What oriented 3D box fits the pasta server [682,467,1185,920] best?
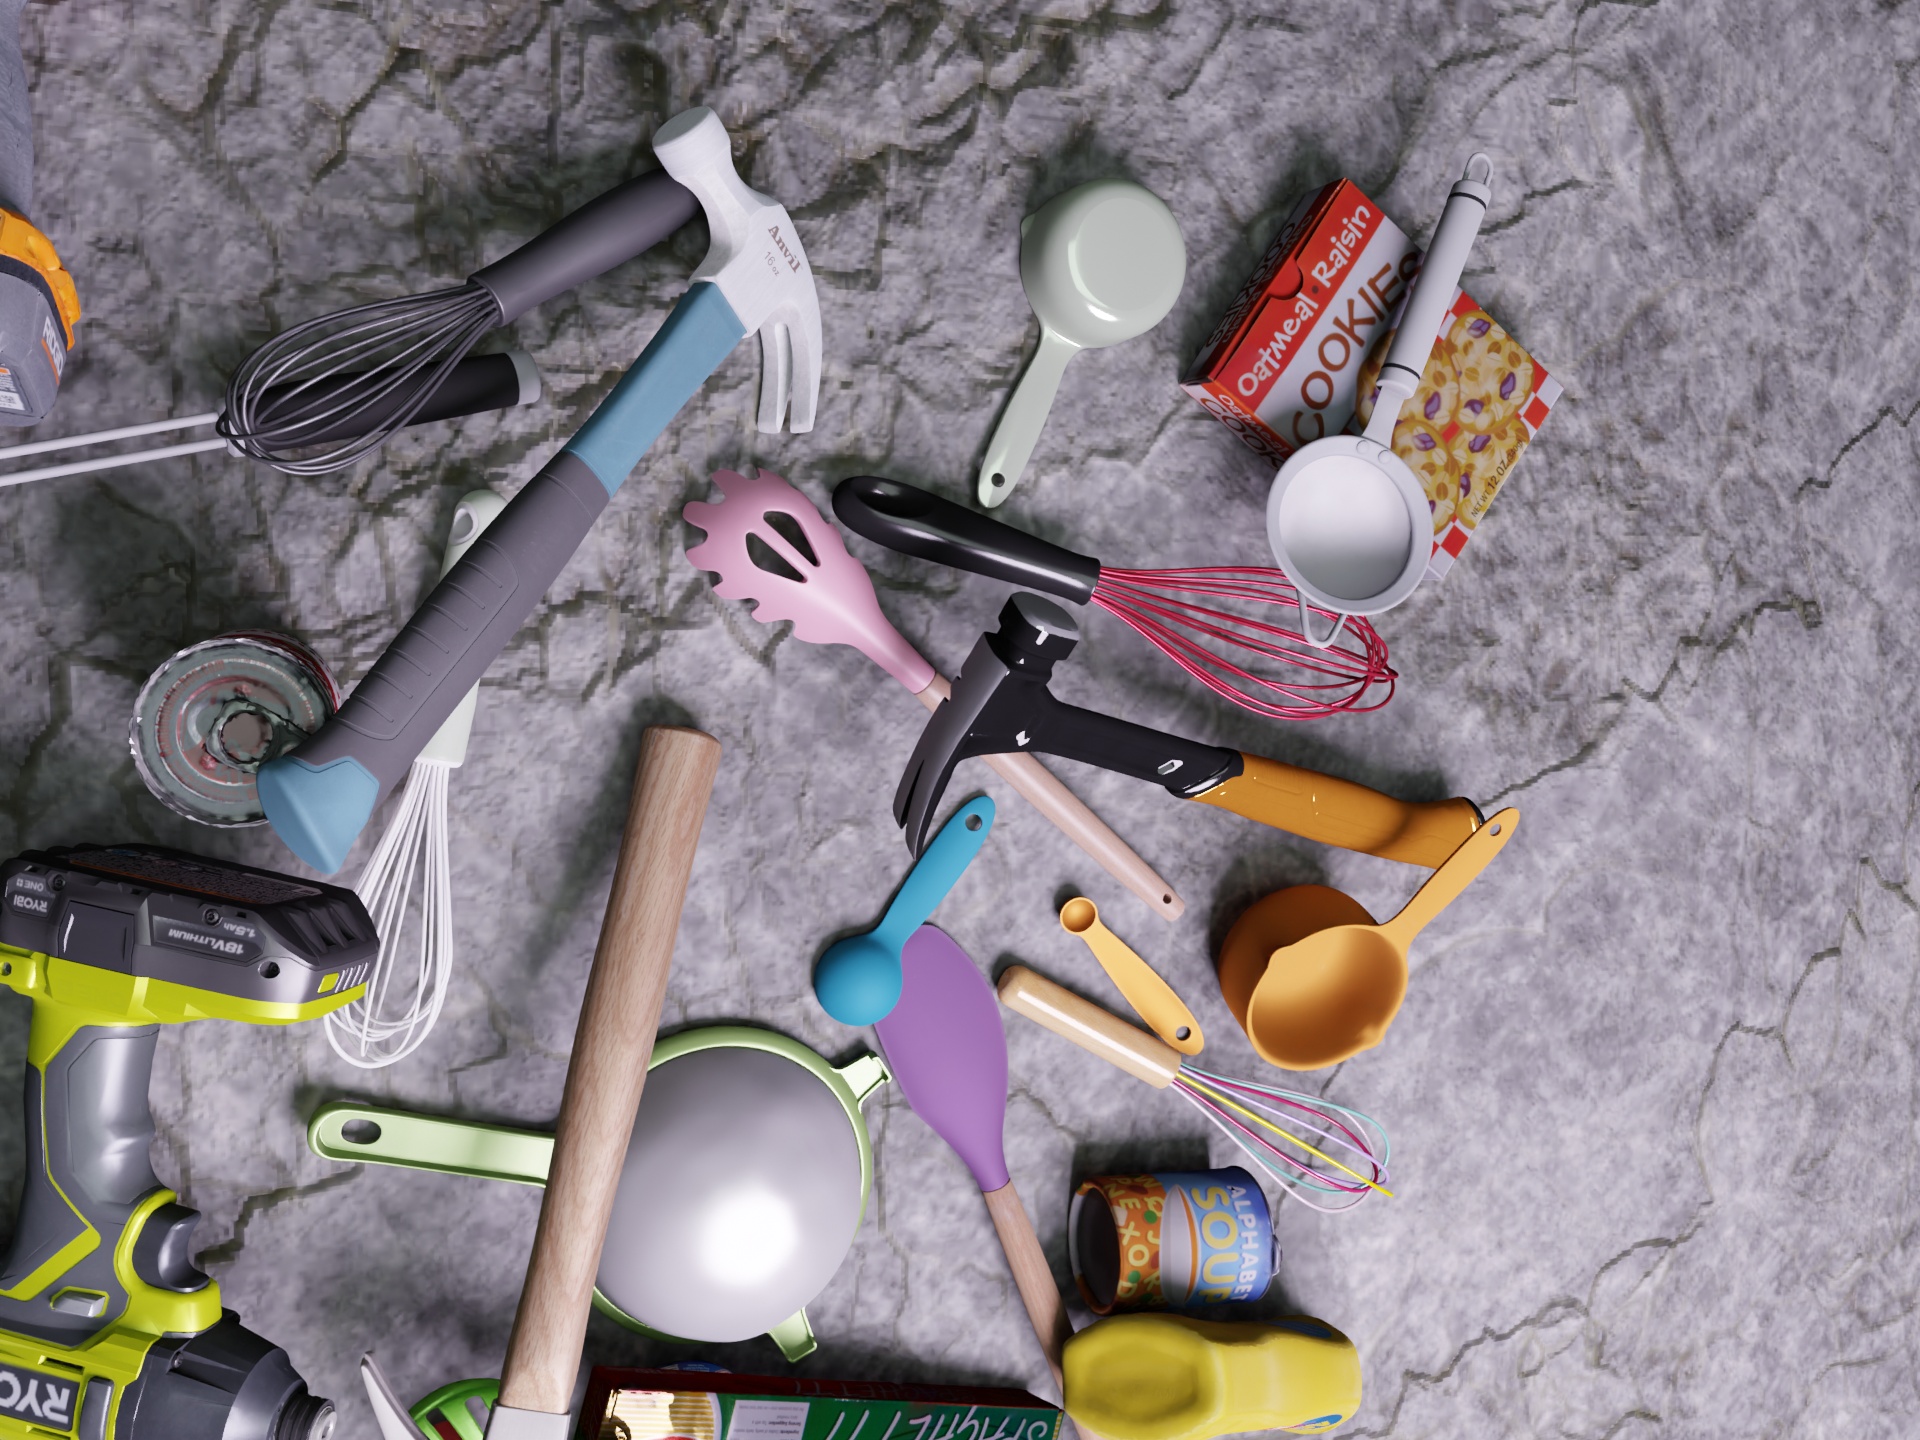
[{"bbox_3d":[-0.001,-0.002,0.751,0.316,0.040,0.060,42,81,-23],"label":"pasta server"}]

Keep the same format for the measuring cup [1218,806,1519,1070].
[{"bbox_3d":[0.203,0.096,0.798,0.173,0.052,0.095,-46,121,6],"label":"measuring cup"}]

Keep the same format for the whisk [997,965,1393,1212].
[{"bbox_3d":[0.124,0.185,0.802,0.244,0.047,0.051,31,111,-16],"label":"whisk"}]

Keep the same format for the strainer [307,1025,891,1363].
[{"bbox_3d":[-0.151,0.205,0.693,0.256,0.069,0.151,16,90,-22],"label":"strainer"}]

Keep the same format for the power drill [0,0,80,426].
[{"bbox_3d":[-0.376,-0.227,0.542,0.164,0.084,0.227,7,75,-20],"label":"power drill"}]

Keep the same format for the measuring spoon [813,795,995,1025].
[{"bbox_3d":[-0.022,0.088,0.749,0.042,0.021,0.128,37,80,-3],"label":"measuring spoon"}]

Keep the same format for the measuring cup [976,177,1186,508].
[{"bbox_3d":[0.051,-0.175,0.743,0.083,0.038,0.167,27,84,-20],"label":"measuring cup"}]

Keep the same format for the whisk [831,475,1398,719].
[{"bbox_3d":[0.079,-0.060,0.757,0.295,0.073,0.073,17,90,-15],"label":"whisk"}]

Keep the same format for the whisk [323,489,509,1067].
[{"bbox_3d":[-0.222,0.024,0.666,0.059,0.058,0.246,14,87,-55],"label":"whisk"}]

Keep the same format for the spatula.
[{"bbox_3d":[0.028,0.248,0.777,0.060,0.018,0.316,-22,96,-15],"label":"spatula"}]

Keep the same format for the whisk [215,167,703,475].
[{"bbox_3d":[-0.186,-0.168,0.631,0.239,0.055,0.055,-42,108,-30],"label":"whisk"}]

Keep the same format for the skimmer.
[{"bbox_3d":[-0.348,-0.098,0.613,0.363,0.090,0.127,-18,98,-28],"label":"skimmer"}]

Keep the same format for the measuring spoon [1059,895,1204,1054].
[{"bbox_3d":[0.087,0.129,0.805,0.021,0.011,0.116,-41,111,0],"label":"measuring spoon"}]

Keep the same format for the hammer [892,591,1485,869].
[{"bbox_3d":[0.130,0.037,0.764,0.336,0.034,0.127,15,119,-32],"label":"hammer"}]

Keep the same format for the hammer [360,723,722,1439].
[{"bbox_3d":[-0.152,0.161,0.657,0.130,0.031,0.331,14,73,-13],"label":"hammer"}]

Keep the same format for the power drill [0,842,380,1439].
[{"bbox_3d":[-0.306,0.169,0.607,0.171,0.080,0.223,11,92,6],"label":"power drill"}]

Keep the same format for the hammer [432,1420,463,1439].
[{"bbox_3d":[-0.291,0.493,0.689,0.143,0.038,0.386,17,89,-19],"label":"hammer"}]

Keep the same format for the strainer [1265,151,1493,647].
[{"bbox_3d":[0.205,-0.153,0.757,0.087,0.050,0.258,23,86,-12],"label":"strainer"}]

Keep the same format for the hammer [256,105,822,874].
[{"bbox_3d":[-0.155,-0.086,0.618,0.331,0.033,0.128,-59,135,-26],"label":"hammer"}]

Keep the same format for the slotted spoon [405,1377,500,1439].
[{"bbox_3d":[-0.168,0.402,0.705,0.070,0.031,0.313,-34,117,-26],"label":"slotted spoon"}]
